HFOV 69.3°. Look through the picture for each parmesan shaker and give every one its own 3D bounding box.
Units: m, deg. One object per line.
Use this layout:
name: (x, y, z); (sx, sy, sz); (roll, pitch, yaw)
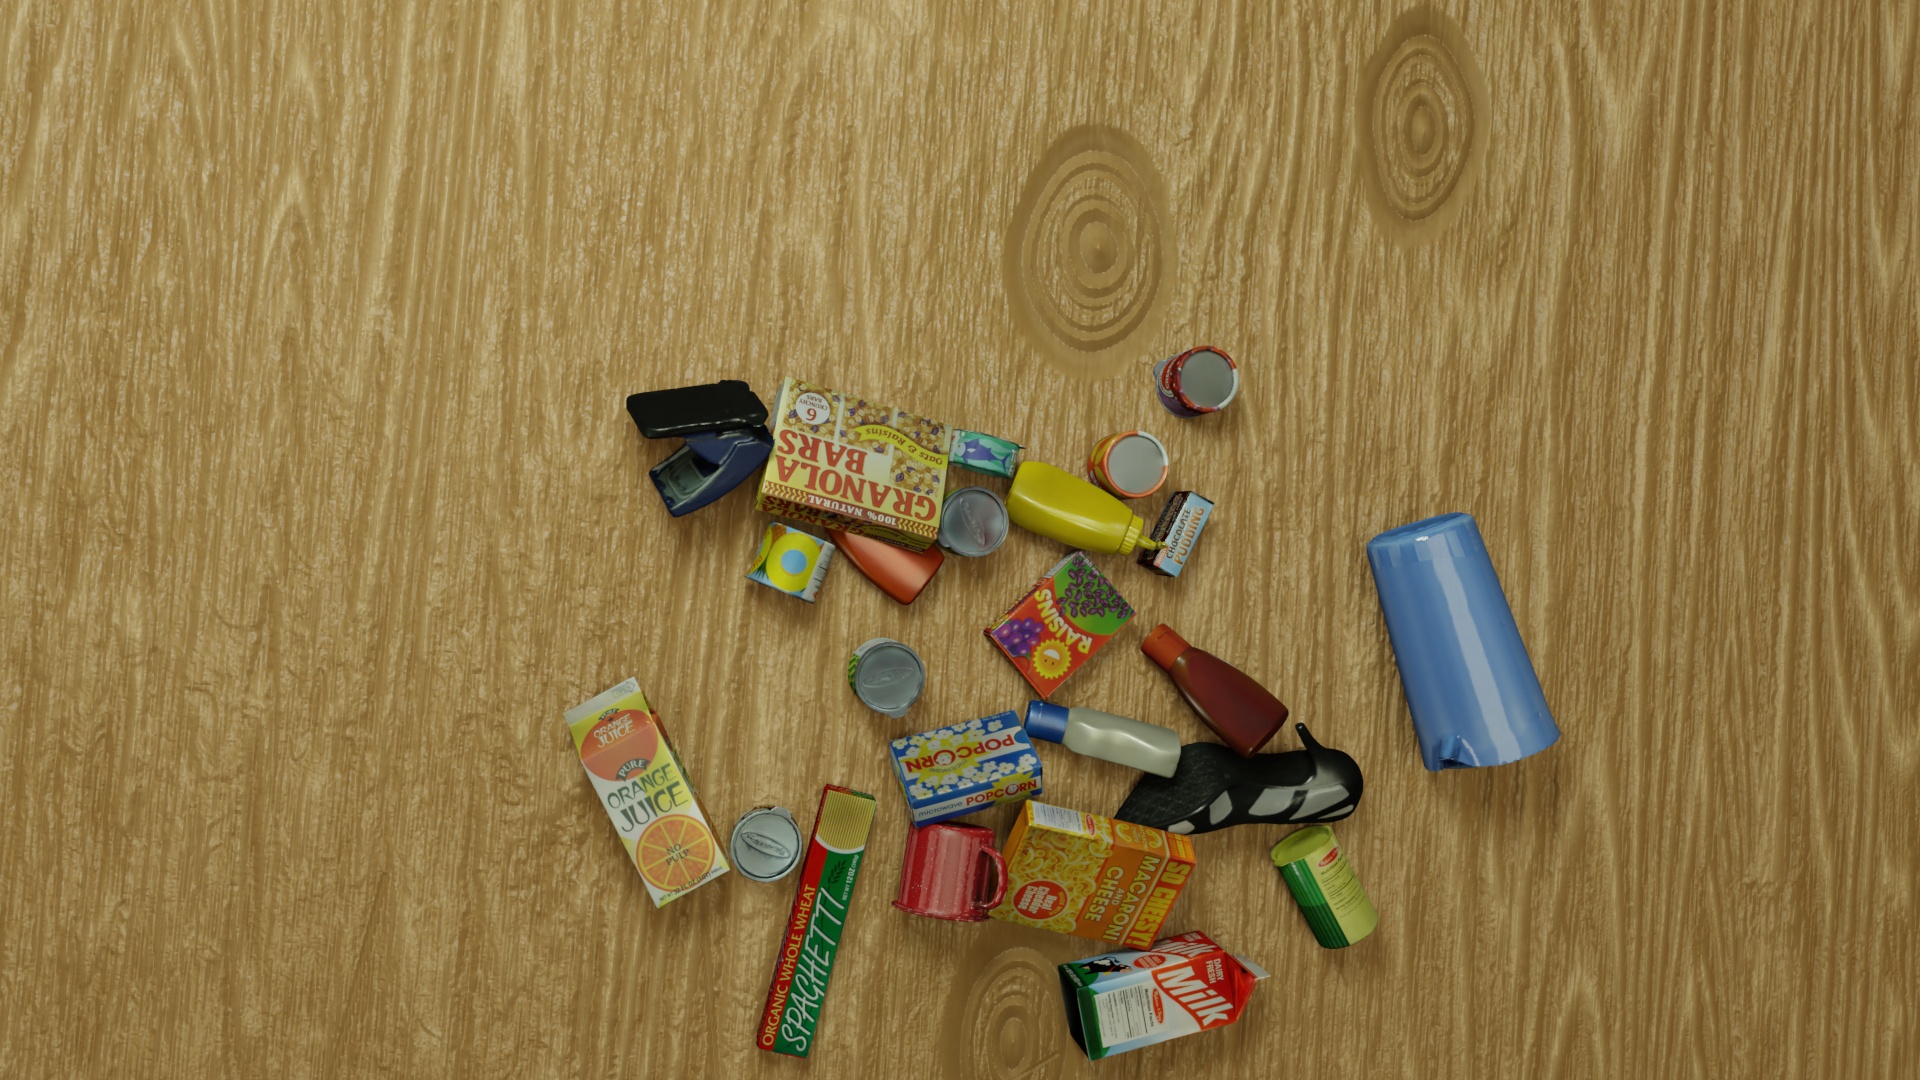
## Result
parmesan shaker: (0.359, 0.345, 1.378); (0.071, 0.071, 0.103); (-29, 96, -10)

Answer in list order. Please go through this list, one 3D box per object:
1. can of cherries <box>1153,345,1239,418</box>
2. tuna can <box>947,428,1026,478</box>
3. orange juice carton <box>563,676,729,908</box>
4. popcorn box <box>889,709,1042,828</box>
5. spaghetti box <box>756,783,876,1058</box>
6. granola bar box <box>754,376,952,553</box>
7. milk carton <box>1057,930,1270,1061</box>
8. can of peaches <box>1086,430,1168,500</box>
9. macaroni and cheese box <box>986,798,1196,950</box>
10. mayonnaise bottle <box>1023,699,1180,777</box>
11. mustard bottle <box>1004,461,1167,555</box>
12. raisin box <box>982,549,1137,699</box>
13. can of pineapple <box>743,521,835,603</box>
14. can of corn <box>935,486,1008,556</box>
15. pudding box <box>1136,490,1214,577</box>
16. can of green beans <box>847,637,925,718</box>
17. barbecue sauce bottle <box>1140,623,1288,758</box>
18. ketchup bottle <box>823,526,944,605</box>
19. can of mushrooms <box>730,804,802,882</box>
can of cherries: (0.230, -0.156, 1.364); (0.071, 0.058, 0.071); (0, 90, -12)
tuna can: (0.024, -0.081, 1.318); (0.071, 0.071, 0.033); (14, 88, -11)
orange juice carton: (-0.282, 0.224, 1.250); (0.072, 0.073, 0.192); (-27, 94, -10)
popcorn box: (0.005, 0.212, 1.298); (0.127, 0.085, 0.038); (-13, 124, -11)
spaghetti box: (-0.135, 0.356, 1.300); (0.050, 0.028, 0.250); (16, 86, -10)
granola bar box: (-0.097, -0.069, 1.279); (0.166, 0.039, 0.125); (15, 63, -17)
milk carton: (0.199, 0.433, 1.343); (0.191, 0.072, 0.073); (-11, 92, -10)
can of peaches: (0.161, -0.071, 1.349); (0.071, 0.058, 0.071); (0, 89, -12)
macaroni and cheese box: (0.122, 0.318, 1.318); (0.166, 0.040, 0.123); (15, 119, -11)
mayonnaise bottle: (0.135, 0.188, 1.339); (0.148, 0.065, 0.041); (14, 103, 0)
mustard bottle: (0.122, -0.021, 1.329); (0.160, 0.048, 0.066); (24, 50, 0)
raisin box: (0.096, 0.080, 1.344); (0.123, 0.040, 0.086); (-42, 98, -8)
can of pineapple: (-0.157, 0.020, 1.281); (0.071, 0.071, 0.058); (22, 85, -10)
can of corn: (0.005, -0.017, 1.317); (0.071, 0.058, 0.071); (0, 90, -11)
pudding box: (0.211, -0.007, 1.363); (0.030, 0.049, 0.084); (30, 85, -11)
can of green beans: (-0.070, 0.126, 1.301); (0.071, 0.058, 0.071); (0, 89, -11)
barbecue sauce bottle: (0.240, 0.140, 1.338); (0.065, 0.043, 0.149); (-40, 66, -21)
ketchup bottle: (-0.090, -0.006, 1.306); (0.149, 0.043, 0.065); (39, 77, -8)
can of mushrooms: (-0.179, 0.279, 1.290); (0.071, 0.033, 0.071); (0, 89, -10)
